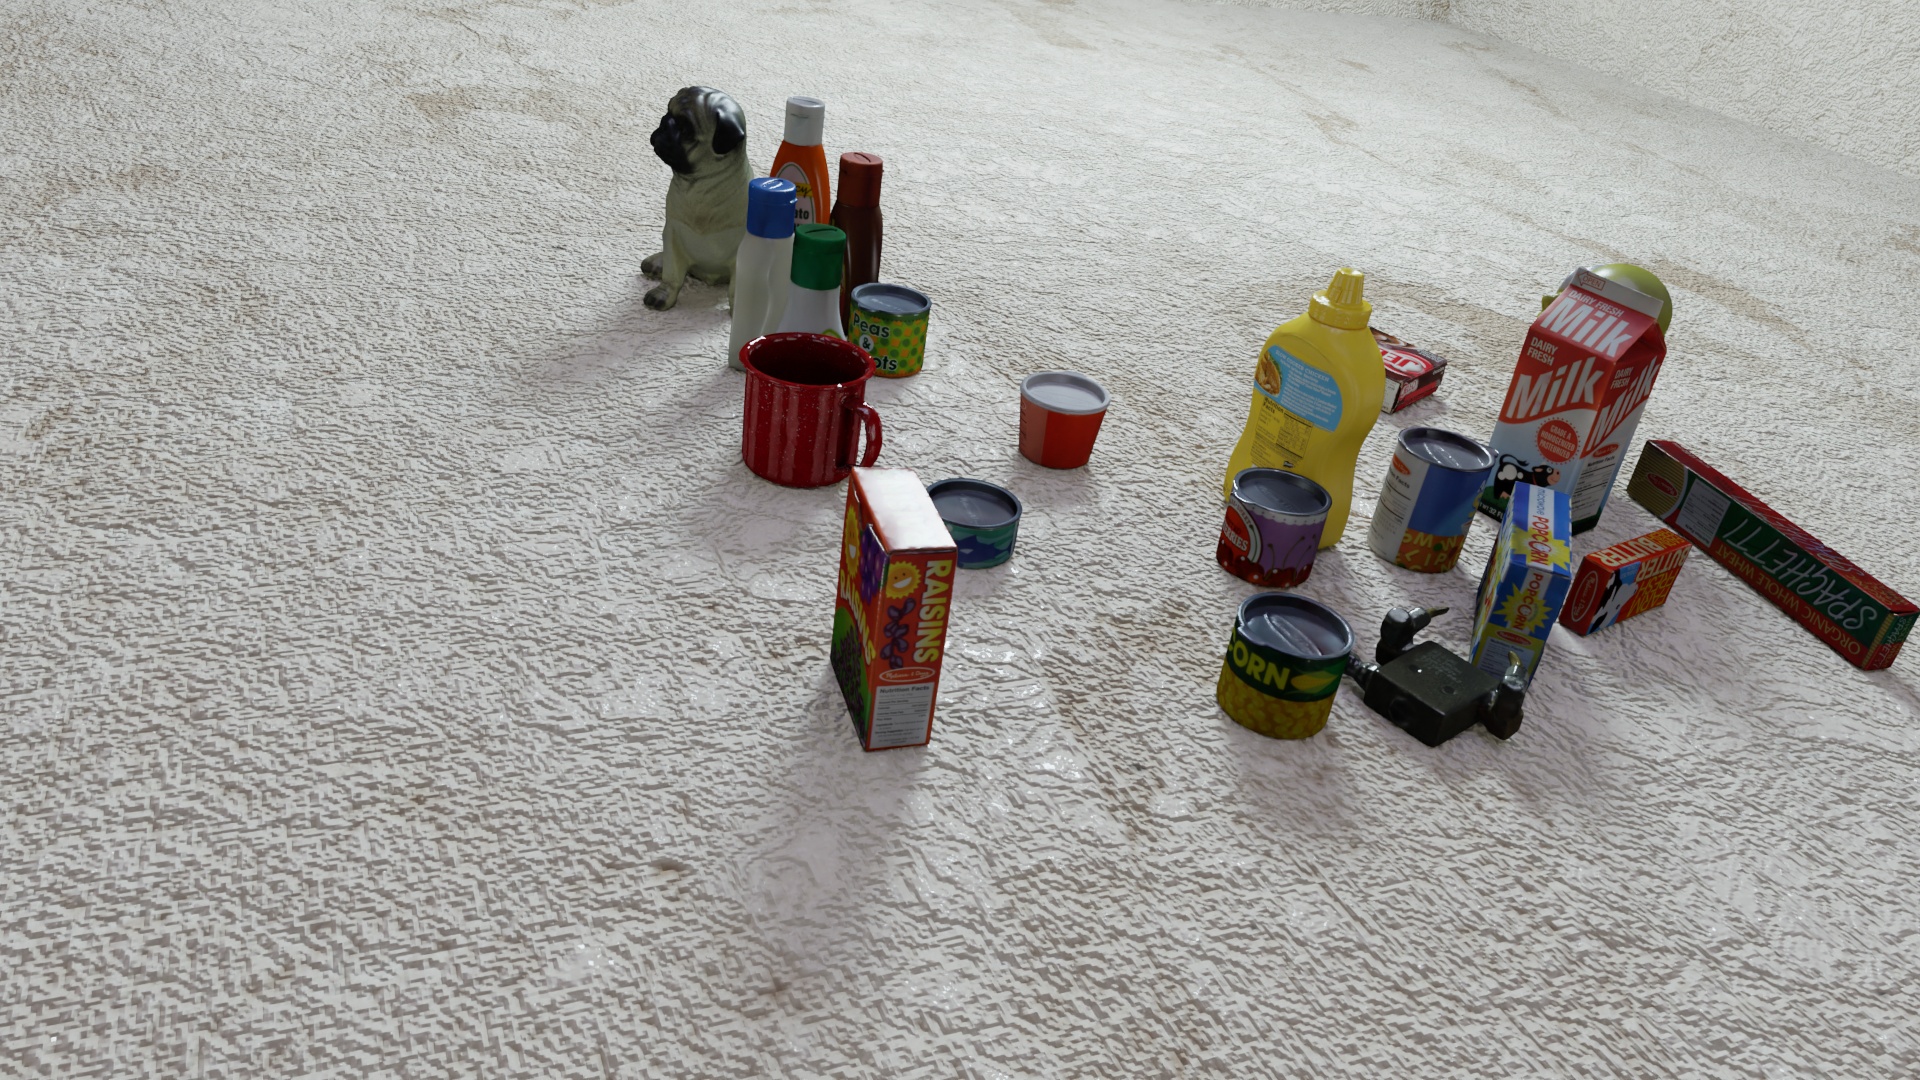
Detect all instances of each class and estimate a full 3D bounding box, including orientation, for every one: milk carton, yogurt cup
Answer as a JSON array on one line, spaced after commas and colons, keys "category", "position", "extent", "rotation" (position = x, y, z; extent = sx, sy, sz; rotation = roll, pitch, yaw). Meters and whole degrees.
[{"category": "milk carton", "position": [0.452, -0.100, 1.026], "extent": [0.074, 0.189, 0.072], "rotation": [-14, 37, -34]}, {"category": "yogurt cup", "position": [0.074, -0.089, 1.040], "extent": [0.072, 0.053, 0.073], "rotation": [7, 30, -4]}]

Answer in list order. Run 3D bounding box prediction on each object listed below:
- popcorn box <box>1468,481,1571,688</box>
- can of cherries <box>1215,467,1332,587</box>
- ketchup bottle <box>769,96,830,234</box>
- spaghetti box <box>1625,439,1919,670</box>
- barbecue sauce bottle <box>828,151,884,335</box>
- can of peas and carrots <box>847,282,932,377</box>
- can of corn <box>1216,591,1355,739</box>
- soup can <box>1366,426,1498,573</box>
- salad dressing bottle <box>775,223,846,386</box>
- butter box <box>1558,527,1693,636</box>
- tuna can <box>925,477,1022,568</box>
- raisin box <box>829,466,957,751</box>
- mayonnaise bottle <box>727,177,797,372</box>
[{"category": "popcorn box", "position": [0.359, 0.027, 0.888], "extent": [0.038, 0.084, 0.127], "rotation": [18, 31, 15]}, {"category": "can of cherries", "position": [0.207, -0.009, 0.934], "extent": [0.071, 0.058, 0.072], "rotation": [7, 30, -4]}, {"category": "ketchup bottle", "position": [-0.153, -0.344, 1.323], "extent": [0.065, 0.148, 0.044], "rotation": [14, 30, 9]}, {"category": "spaghetti box", "position": [0.589, 0.004, 1.025], "extent": [0.029, 0.050, 0.251], "rotation": [-1, 31, -17]}, {"category": "barbecue sauce bottle", "position": [-0.091, -0.253, 1.184], "extent": [0.044, 0.147, 0.065], "rotation": [-8, 34, -27]}, {"category": "can of peas and carrots", "position": [-0.061, -0.172, 1.142], "extent": [0.071, 0.058, 0.071], "rotation": [7, 30, -4]}, {"category": "can of corn", "position": [0.182, 0.071, 0.790], "extent": [0.071, 0.058, 0.071], "rotation": [7, 30, -4]}, {"category": "soup can", "position": [0.332, -0.028, 0.977], "extent": [0.071, 0.083, 0.072], "rotation": [7, 30, -4]}, {"category": "salad dressing bottle", "position": [-0.109, -0.154, 1.009], "extent": [0.064, 0.146, 0.044], "rotation": [-19, 40, -39]}, {"category": "butter box", "position": [0.452, 0.027, 0.944], "extent": [0.104, 0.052, 0.024], "rotation": [-13, 36, -34]}, {"category": "tuna can", "position": [0.003, -0.011, 0.909], "extent": [0.071, 0.032, 0.071], "rotation": [7, 30, -4]}, {"category": "raisin box", "position": [-0.038, 0.035, 0.728], "extent": [0.040, 0.122, 0.086], "rotation": [-1, 31, -18]}, {"category": "mayonnaise bottle", "position": [-0.152, -0.208, 1.089], "extent": [0.041, 0.147, 0.065], "rotation": [17, 31, 14]}]
